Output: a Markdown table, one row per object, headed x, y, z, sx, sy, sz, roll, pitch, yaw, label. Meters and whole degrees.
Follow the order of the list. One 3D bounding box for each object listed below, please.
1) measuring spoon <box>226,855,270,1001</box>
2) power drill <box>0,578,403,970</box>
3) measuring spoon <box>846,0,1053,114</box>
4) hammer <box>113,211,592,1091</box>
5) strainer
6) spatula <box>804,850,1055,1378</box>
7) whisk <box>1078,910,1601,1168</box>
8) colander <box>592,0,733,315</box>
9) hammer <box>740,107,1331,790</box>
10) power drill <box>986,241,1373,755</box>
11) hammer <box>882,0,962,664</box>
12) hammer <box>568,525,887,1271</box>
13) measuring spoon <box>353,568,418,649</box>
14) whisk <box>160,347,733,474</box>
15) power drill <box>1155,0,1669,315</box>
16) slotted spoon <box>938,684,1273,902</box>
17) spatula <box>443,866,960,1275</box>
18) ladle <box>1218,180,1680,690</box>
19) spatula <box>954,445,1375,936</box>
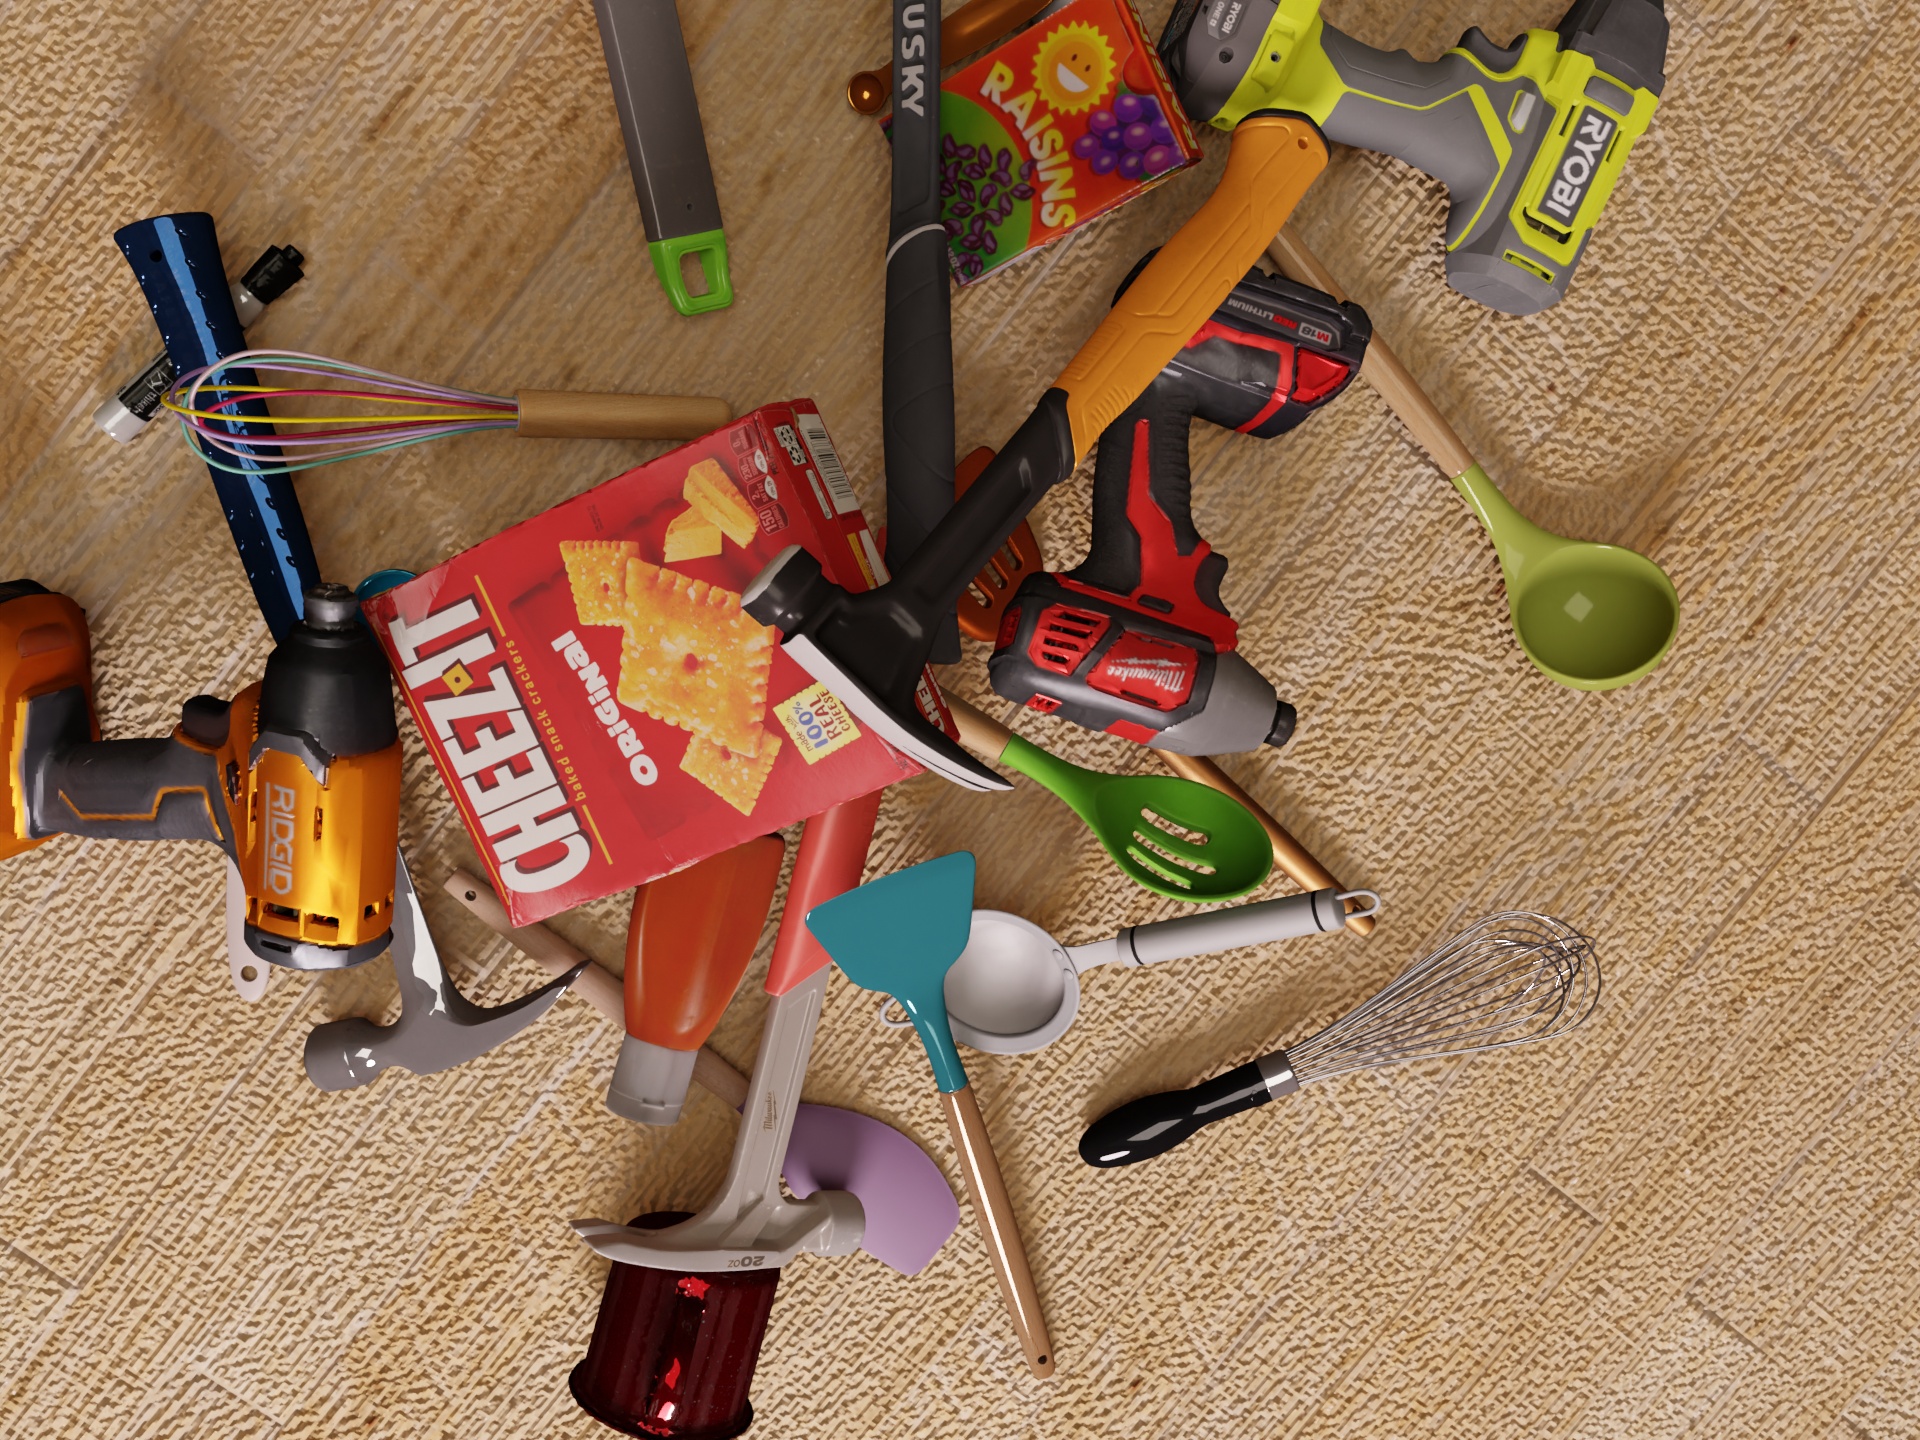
| x | y | z | sx | sy | sz | roll | pitch | yaw | label |
| --- | --- | --- | --- | --- | --- | --- | --- | --- | --- |
| -0.348 | 0.078 | 0.770 | 0.034 | 0.018 | 0.124 | 0 | 98 | -6 | measuring spoon |
| -0.347 | 0.005 | 0.691 | 0.226 | 0.084 | 0.164 | 13 | 107 | 11 | power drill |
| -0.002 | -0.316 | 0.738 | 0.117 | 0.011 | 0.021 | -24 | 102 | 20 | measuring spoon |
| -0.292 | -0.028 | 0.733 | 0.144 | 0.035 | 0.405 | -14 | 100 | 10 | hammer |
| 0.077 | 0.110 | 0.763 | 0.258 | 0.050 | 0.086 | -16 | 112 | 28 | strainer |
| 0.004 | 0.206 | 0.783 | 0.082 | 0.044 | 0.317 | -20 | 110 | -10 | spatula |
| 0.192 | 0.169 | 0.816 | 0.284 | 0.070 | 0.070 | -23 | 99 | 3 | whisk |
| -0.133 | -0.373 | 0.663 | 0.204 | 0.094 | 0.396 | -25 | 114 | -35 | colander |
| 0.060 | -0.130 | 0.661 | 0.127 | 0.034 | 0.337 | 42 | 72 | -13 | hammer |
| 0.108 | -0.094 | 0.736 | 0.143 | 0.078 | 0.220 | 18 | 81 | -8 | power drill |
| -0.015 | -0.229 | 0.702 | 0.149 | 0.036 | 0.409 | 1 | 93 | 25 | hammer |
| -0.074 | 0.082 | 0.758 | 0.149 | 0.037 | 0.359 | 15 | 89 | -38 | hammer |
| -0.252 | -0.015 | 0.772 | 0.042 | 0.021 | 0.128 | -22 | 108 | 1 | measuring spoon |
| -0.219 | -0.135 | 0.708 | 0.245 | 0.047 | 0.051 | -3 | 87 | -26 | whisk |
| 0.218 | -0.316 | 0.748 | 0.223 | 0.080 | 0.171 | 23 | 94 | -12 | power drill |
| -0.001 | -0.002 | 0.727 | 0.314 | 0.031 | 0.070 | 30 | 49 | 0 | slotted spoon |
| -0.128 | 0.173 | 0.803 | 0.315 | 0.018 | 0.060 | 39 | 87 | -10 | spatula |
| 0.235 | -0.145 | 0.780 | 0.078 | 0.062 | 0.320 | -41 | 96 | -2 | ladle |
| 0.098 | 0.002 | 0.791 | 0.322 | 0.041 | 0.081 | 42 | 71 | -11 | spatula |
